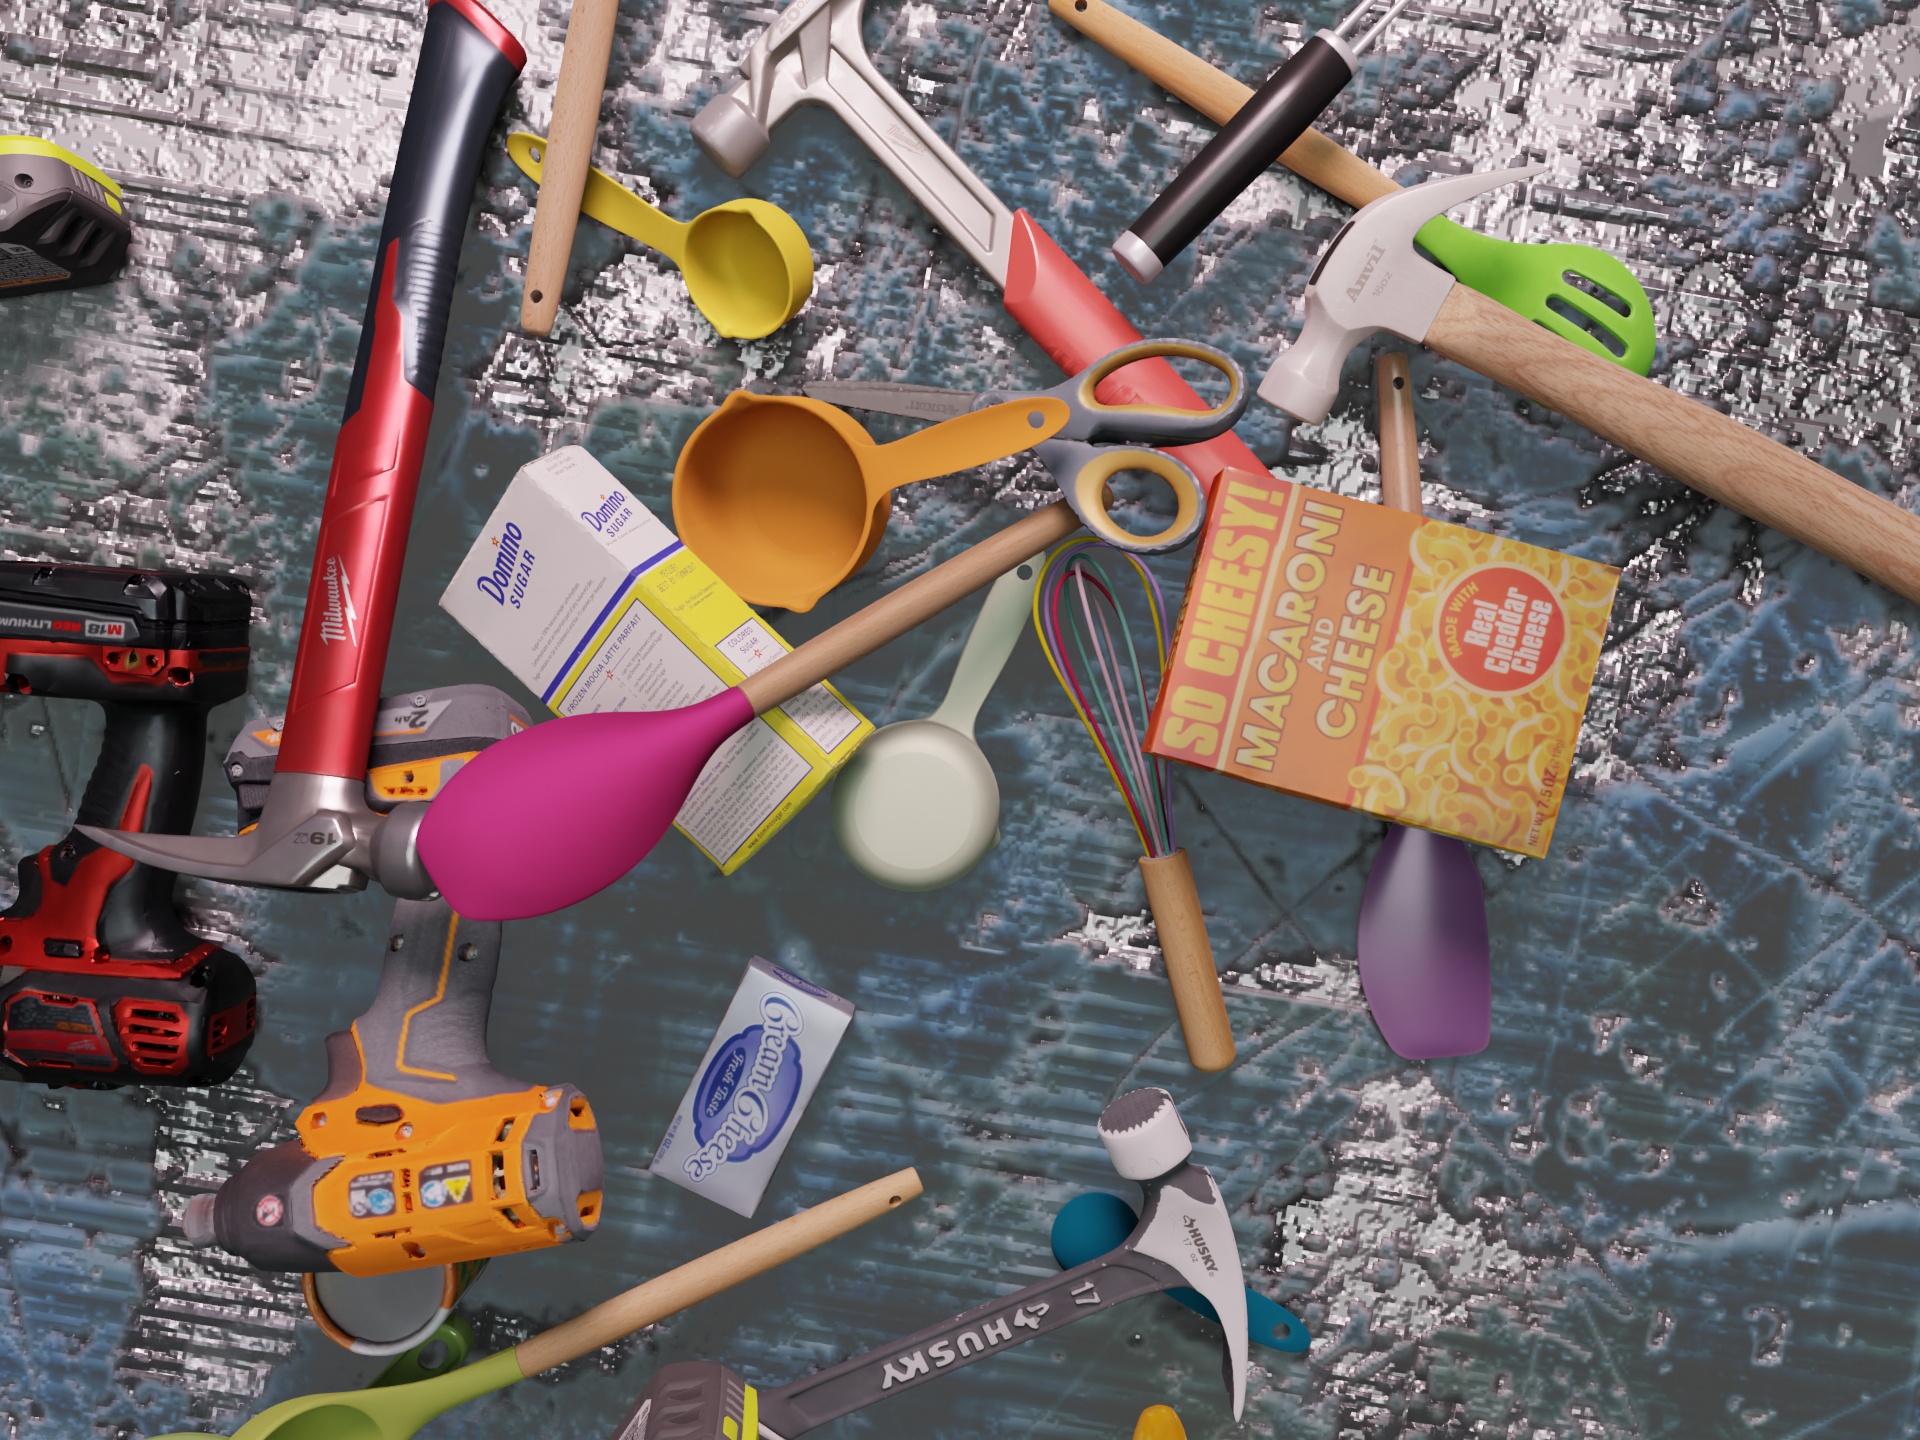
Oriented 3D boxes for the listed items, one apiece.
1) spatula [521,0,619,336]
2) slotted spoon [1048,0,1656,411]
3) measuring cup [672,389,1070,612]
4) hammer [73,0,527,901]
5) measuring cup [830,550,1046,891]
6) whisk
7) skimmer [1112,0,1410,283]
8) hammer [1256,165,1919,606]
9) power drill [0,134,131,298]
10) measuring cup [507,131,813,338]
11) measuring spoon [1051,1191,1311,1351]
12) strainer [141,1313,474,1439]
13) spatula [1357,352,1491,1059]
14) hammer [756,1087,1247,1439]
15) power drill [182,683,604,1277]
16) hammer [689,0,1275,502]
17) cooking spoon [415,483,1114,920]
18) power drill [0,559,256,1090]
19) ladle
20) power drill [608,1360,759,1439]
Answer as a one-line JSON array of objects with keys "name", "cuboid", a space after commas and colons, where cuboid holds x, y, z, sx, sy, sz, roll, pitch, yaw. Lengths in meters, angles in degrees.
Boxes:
[{"name": "spatula", "cuboid": [-0.148, -0.318, 0.680, 0.082, 0.044, 0.317, 11, 89, 2]}, {"name": "slotted spoon", "cuboid": [0.172, -0.235, 0.700, 0.314, 0.031, 0.070, 33, 96, 1]}, {"name": "measuring cup", "cuboid": [-0.034, -0.106, 0.674, 0.173, 0.052, 0.095, -15, 99, 13]}, {"name": "hammer", "cuboid": [-0.249, -0.124, 0.651, 0.143, 0.038, 0.386, 4, 77, 8]}, {"name": "measuring cup", "cuboid": [-0.001, -0.002, 0.699, 0.083, 0.038, 0.167, 25, 94, -1]}, {"name": "whisk", "cuboid": [0.079, 0.039, 0.701, 0.047, 0.051, 0.245, -19, 98, -34]}, {"name": "skimmer", "cuboid": [0.198, -0.321, 0.677, 0.127, 0.090, 0.363, 44, 96, -5]}, {"name": "hammer", "cuboid": [0.301, -0.127, 0.679, 0.331, 0.031, 0.130, 24, 107, -8]}, {"name": "power drill", "cuboid": [-0.434, -0.300, 0.674, 0.171, 0.080, 0.223, -7, 89, 0]}, {"name": "measuring cup", "cuboid": [-0.131, -0.223, 0.699, 0.156, 0.029, 0.062, 32, 132, 12]}, {"name": "measuring spoon", "cuboid": [0.101, 0.255, 0.715, 0.128, 0.021, 0.042, 26, 92, 1]}, {"name": "strainer", "cuboid": [-0.313, 0.363, 0.696, 0.151, 0.069, 0.256, 45, 93, -1]}, {"name": "spatula", "cuboid": [0.201, -0.005, 0.710, 0.060, 0.018, 0.316, -4, 93, 0]}, {"name": "hammer", "cuboid": [-0.066, 0.304, 0.700, 0.409, 0.036, 0.149, -24, 102, 5]}, {"name": "power drill", "cuboid": [-0.242, 0.111, 0.656, 0.164, 0.084, 0.227, -10, 76, 0]}, {"name": "hammer", "cuboid": [0.055, -0.182, 0.696, 0.149, 0.037, 0.359, -44, 91, 1]}, {"name": "cooking spoon", "cuboid": [-0.064, -0.020, 0.633, 0.319, 0.017, 0.069, -32, 86, -20]}, {"name": "power drill", "cuboid": [-0.400, 0.045, 0.686, 0.188, 0.080, 0.226, 4, 95, 0]}, {"name": "ladle", "cuboid": [-0.160, 0.270, 0.678, 0.320, 0.062, 0.078, -22, 118, -11]}, {"name": "power drill", "cuboid": [-0.047, 0.366, 0.660, 0.228, 0.080, 0.190, 33, 97, -11]}]
